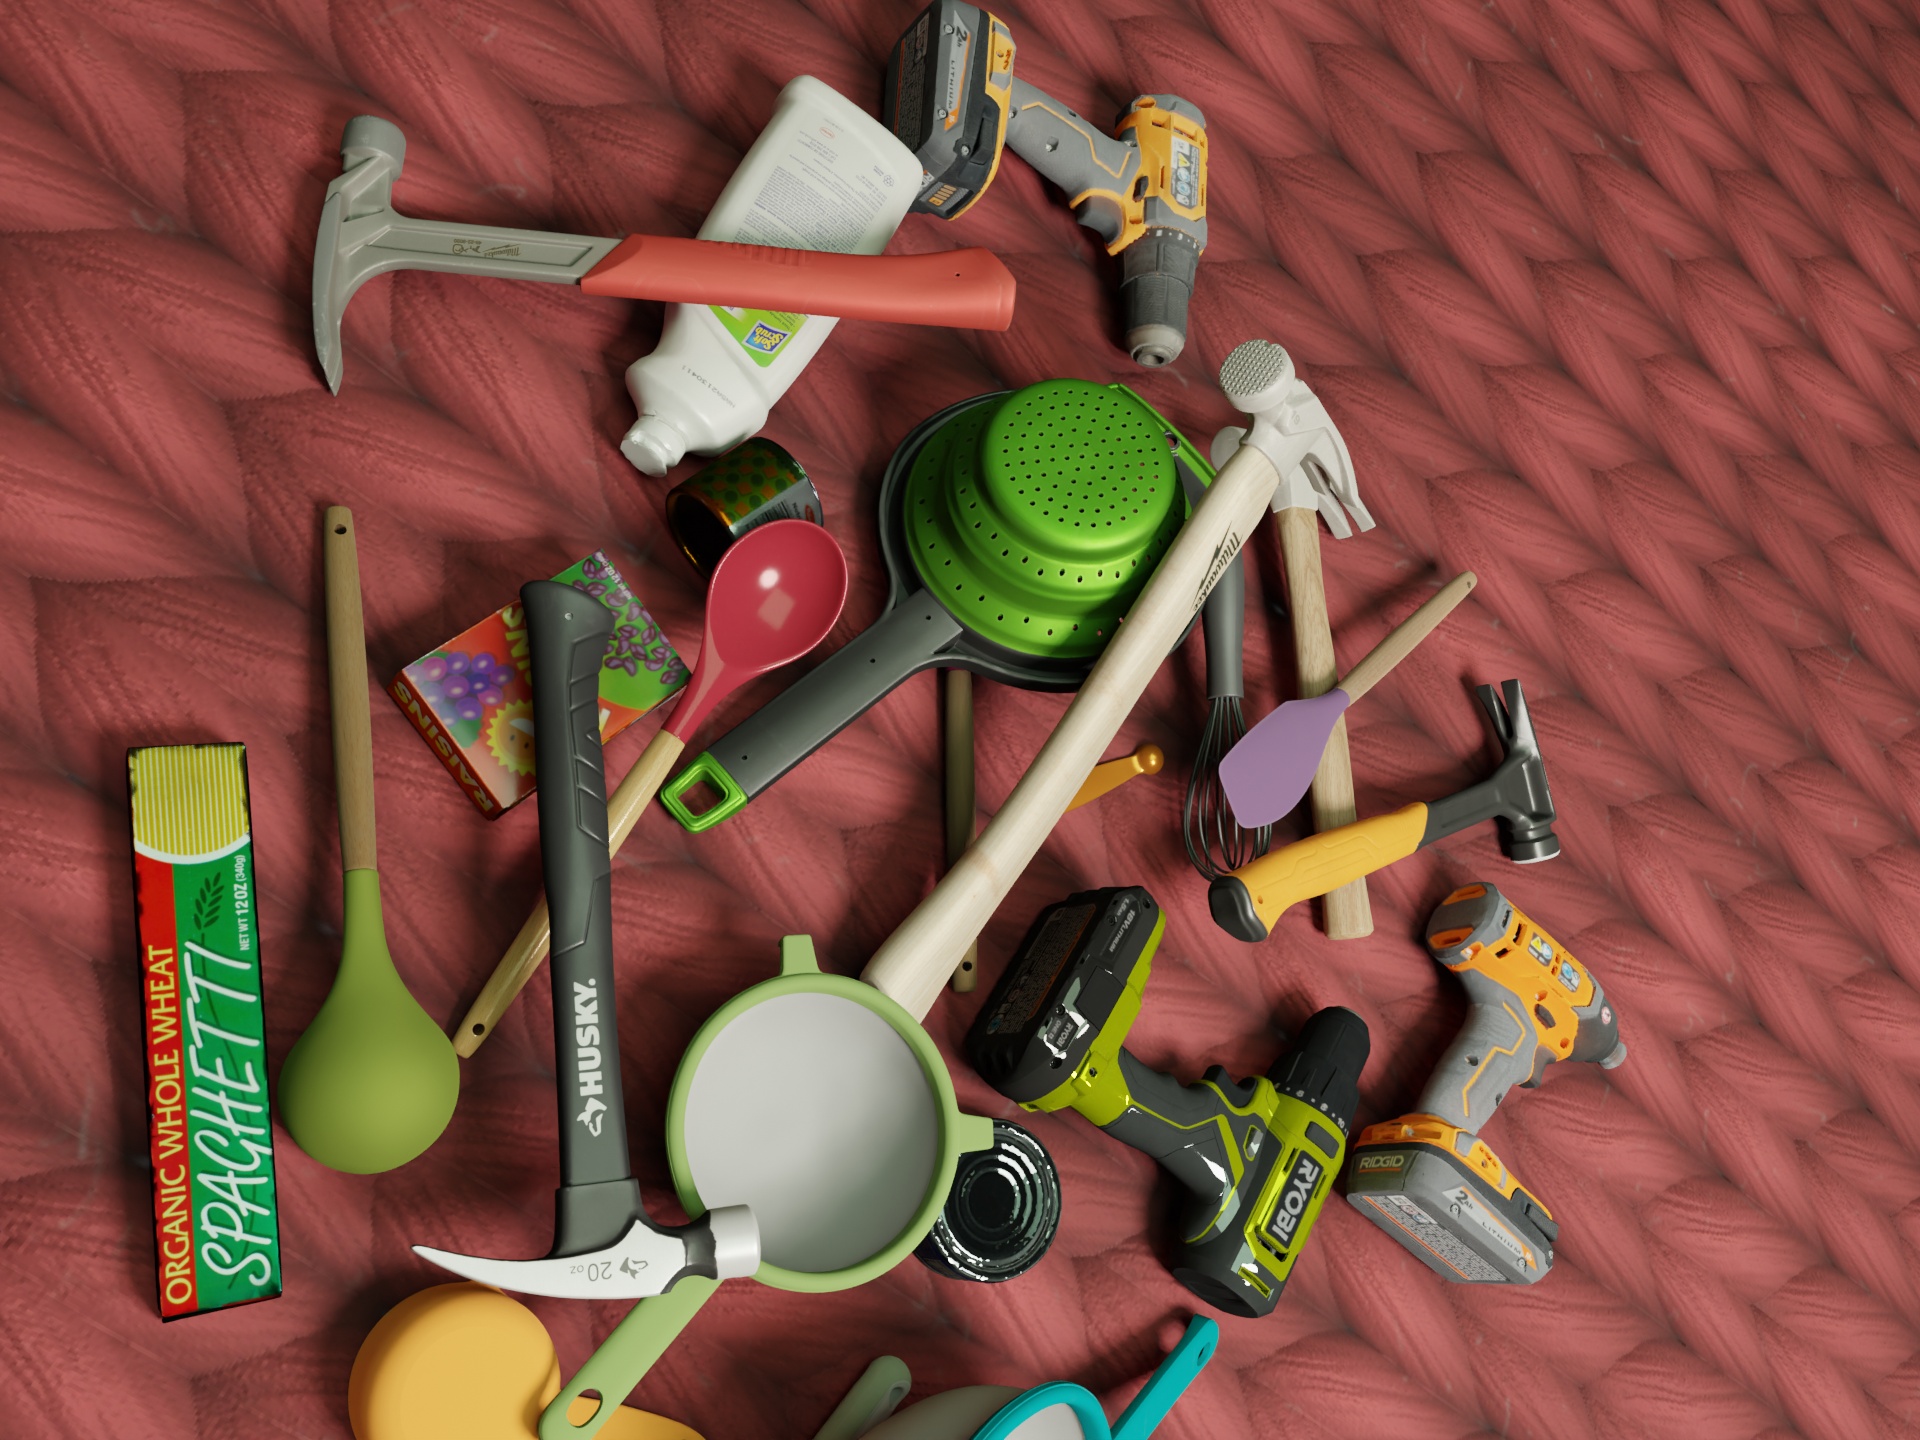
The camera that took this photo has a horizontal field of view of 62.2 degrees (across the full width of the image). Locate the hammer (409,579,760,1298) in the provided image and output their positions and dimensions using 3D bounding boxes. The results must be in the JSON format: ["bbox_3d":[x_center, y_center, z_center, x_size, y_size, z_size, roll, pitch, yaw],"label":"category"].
[{"bbox_3d":[-0.181,0.093,0.734,0.146,0.035,0.335,-1,72,-21],"label":"hammer"}]

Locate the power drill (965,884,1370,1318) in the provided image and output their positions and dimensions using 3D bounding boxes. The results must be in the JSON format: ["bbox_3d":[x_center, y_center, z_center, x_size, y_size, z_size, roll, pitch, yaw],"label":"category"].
[{"bbox_3d":[0.133,0.199,0.911,0.228,0.080,0.191,42,62,-15],"label":"power drill"}]

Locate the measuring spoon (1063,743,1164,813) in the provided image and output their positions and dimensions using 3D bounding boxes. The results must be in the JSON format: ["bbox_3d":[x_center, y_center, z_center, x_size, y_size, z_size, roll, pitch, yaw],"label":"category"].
[{"bbox_3d":[0.080,0.038,0.961,0.117,0.011,0.021,-20,87,-31],"label":"measuring spoon"}]

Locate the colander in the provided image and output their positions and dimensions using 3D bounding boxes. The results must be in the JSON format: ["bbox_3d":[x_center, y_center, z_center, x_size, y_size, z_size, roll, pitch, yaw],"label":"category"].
[{"bbox_3d":[-0.001,-0.078,0.874,0.397,0.094,0.204,-39,79,-22],"label":"colander"}]

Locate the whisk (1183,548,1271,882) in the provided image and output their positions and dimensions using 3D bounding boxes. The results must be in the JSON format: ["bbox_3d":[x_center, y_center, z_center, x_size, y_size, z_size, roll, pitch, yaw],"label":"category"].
[{"bbox_3d":[0.163,-0.015,0.985,0.055,0.055,0.239,5,80,-27],"label":"whisk"}]

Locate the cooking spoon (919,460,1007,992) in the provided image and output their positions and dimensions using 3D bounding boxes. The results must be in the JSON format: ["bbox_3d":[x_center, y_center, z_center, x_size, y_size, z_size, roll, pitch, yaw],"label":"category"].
[{"bbox_3d":[-0.001,-0.003,0.925,0.068,0.017,0.319,5,74,-21],"label":"cooking spoon"}]

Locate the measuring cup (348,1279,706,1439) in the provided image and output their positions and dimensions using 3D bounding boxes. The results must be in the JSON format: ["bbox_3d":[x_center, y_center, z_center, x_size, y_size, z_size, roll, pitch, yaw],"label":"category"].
[{"bbox_3d":[-0.187,0.315,0.721,0.173,0.052,0.095,24,67,-18],"label":"measuring cup"}]

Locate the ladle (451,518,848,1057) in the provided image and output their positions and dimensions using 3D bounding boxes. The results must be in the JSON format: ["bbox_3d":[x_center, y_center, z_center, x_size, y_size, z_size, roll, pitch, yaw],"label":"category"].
[{"bbox_3d":[-0.158,0.030,0.798,0.069,0.031,0.315,38,75,-19],"label":"ladle"}]

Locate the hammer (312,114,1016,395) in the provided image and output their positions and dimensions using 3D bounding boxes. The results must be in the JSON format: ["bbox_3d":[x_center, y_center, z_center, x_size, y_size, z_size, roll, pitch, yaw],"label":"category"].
[{"bbox_3d":[-0.149,-0.230,0.840,0.359,0.036,0.149,3,73,-9],"label":"hammer"}]

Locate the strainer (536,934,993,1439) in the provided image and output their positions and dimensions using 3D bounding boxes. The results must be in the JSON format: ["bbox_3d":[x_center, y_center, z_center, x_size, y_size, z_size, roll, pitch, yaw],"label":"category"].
[{"bbox_3d":[-0.112,0.240,0.769,0.151,0.069,0.256,46,60,-5],"label":"strainer"}]

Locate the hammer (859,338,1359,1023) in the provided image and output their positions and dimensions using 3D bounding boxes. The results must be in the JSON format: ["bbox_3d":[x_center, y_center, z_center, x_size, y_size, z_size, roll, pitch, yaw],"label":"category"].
[{"bbox_3d":[0.080,-0.003,0.872,0.410,0.038,0.146,-56,142,-2],"label":"hammer"}]

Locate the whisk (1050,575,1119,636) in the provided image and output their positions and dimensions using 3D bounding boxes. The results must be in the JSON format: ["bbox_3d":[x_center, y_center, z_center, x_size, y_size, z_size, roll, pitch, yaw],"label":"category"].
[{"bbox_3d":[0.119,-0.093,1.003,0.245,0.047,0.051,-38,108,-35],"label":"whisk"}]

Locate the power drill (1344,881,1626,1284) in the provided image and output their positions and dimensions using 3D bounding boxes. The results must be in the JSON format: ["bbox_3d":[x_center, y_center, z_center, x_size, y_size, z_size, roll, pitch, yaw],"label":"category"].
[{"bbox_3d":[0.347,0.237,1.012,0.164,0.084,0.227,39,58,-14],"label":"power drill"}]

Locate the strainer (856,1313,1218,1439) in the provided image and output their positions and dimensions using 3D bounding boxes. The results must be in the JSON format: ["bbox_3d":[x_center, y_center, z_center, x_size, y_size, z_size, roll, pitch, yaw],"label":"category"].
[{"bbox_3d":[0.017,0.382,0.793,0.340,0.095,0.211,-24,120,-52],"label":"strainer"}]

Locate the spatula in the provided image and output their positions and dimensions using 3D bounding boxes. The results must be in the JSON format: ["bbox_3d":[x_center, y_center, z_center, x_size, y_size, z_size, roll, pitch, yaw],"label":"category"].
[{"bbox_3d":[0.258,-0.024,1.023,0.316,0.018,0.059,-37,110,-37],"label":"spatula"}]

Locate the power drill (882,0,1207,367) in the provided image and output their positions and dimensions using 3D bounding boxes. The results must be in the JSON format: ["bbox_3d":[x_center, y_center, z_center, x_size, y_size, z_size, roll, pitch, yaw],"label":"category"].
[{"bbox_3d":[0.063,-0.337,1.017,0.226,0.084,0.185,12,73,-30],"label":"power drill"}]

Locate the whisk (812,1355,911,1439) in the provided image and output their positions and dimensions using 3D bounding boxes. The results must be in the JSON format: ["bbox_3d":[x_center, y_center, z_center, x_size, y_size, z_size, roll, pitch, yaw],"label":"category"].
[{"bbox_3d":[-0.101,0.403,0.749,0.246,0.059,0.057,-46,138,-34],"label":"whisk"}]

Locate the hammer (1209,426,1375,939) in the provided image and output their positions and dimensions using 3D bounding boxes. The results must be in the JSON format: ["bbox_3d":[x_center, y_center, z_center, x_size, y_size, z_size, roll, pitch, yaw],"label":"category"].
[{"bbox_3d":[0.234,-0.025,1.036,0.130,0.031,0.331,0,81,-41],"label":"hammer"}]

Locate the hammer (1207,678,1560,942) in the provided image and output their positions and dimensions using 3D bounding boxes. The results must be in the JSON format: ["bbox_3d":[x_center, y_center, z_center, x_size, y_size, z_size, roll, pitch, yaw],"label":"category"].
[{"bbox_3d":[0.272,0.065,1.006,0.337,0.034,0.127,-15,92,-40],"label":"hammer"}]

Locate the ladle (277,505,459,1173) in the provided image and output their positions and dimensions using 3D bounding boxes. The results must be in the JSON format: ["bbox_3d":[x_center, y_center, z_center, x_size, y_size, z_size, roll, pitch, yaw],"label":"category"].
[{"bbox_3d":[-0.287,0.050,0.753,0.078,0.062,0.320,-2,71,-25],"label":"ladle"}]
